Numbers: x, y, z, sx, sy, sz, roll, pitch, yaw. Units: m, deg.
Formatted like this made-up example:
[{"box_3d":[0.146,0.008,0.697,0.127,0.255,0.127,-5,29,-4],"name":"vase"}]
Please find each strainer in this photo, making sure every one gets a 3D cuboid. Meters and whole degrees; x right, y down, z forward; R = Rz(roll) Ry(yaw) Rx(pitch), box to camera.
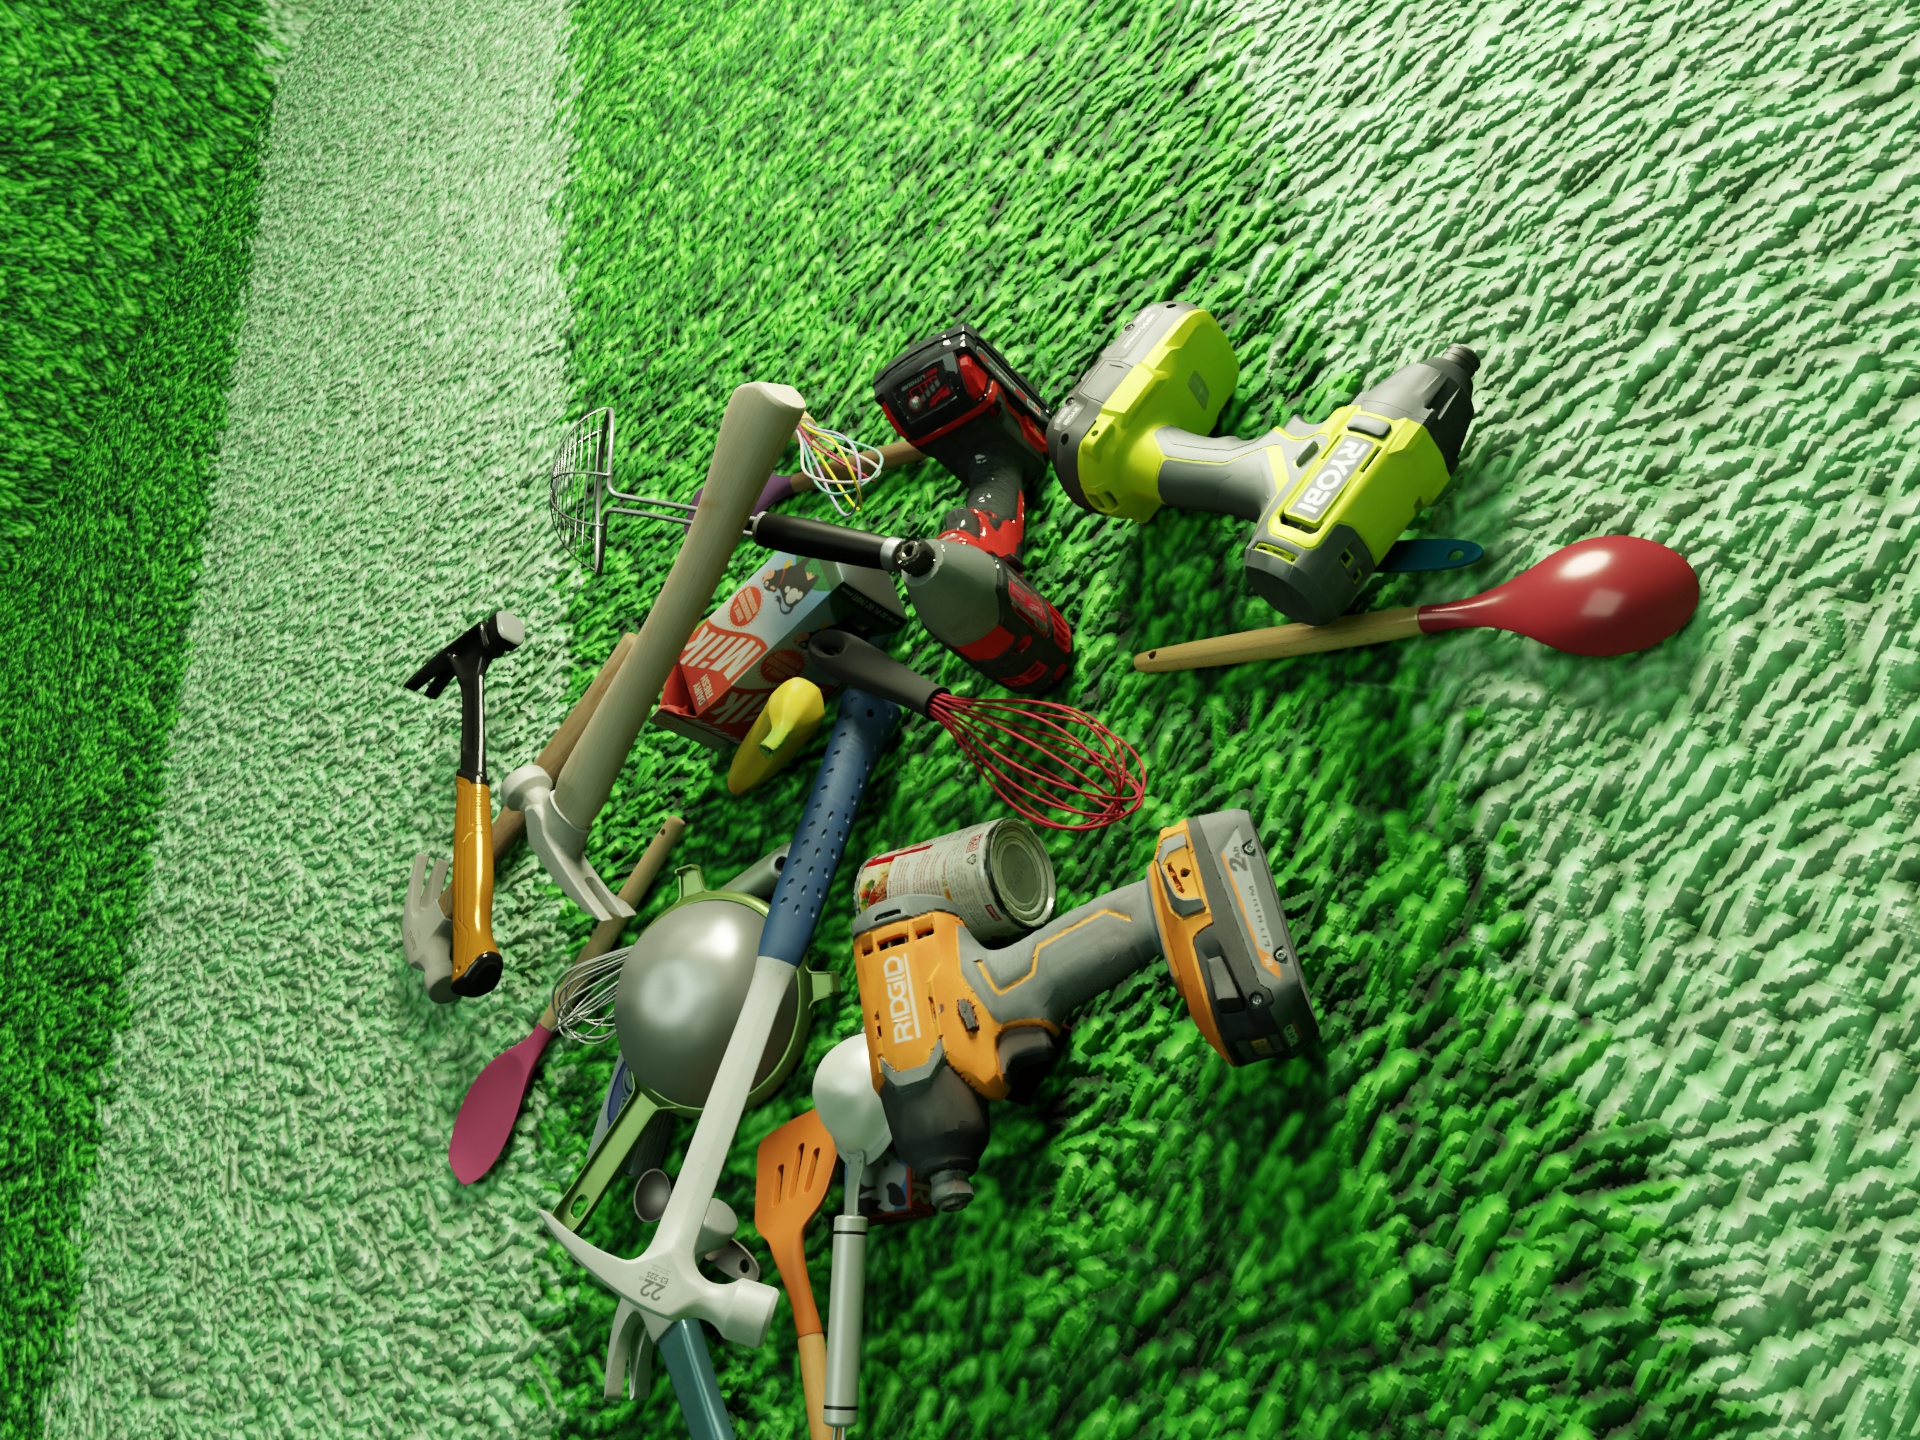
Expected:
[{"box_3d":[-0.062,0.276,0.894,0.087,0.050,0.259,-26,55,51],"name":"strainer"},{"box_3d":[-0.204,0.224,1.028,0.152,0.069,0.256,33,89,28],"name":"strainer"}]

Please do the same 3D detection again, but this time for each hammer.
[{"box_3d":[-0.122,0.157,0.977,0.035,0.144,0.406,108,180,-63],"name":"hammer"},{"box_3d":[-0.356,0.066,1.304,0.331,0.031,0.130,-53,45,7],"name":"hammer"},{"box_3d":[-0.202,-0.046,1.091,0.146,0.038,0.410,47,121,26],"name":"hammer"},{"box_3d":[-0.403,0.071,1.295,0.127,0.034,0.337,-31,52,25],"name":"hammer"},{"box_3d":[-0.126,0.446,0.898,0.128,0.033,0.331,-49,47,19],"name":"hammer"}]

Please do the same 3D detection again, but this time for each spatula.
[{"box_3d":[-0.108,-0.185,1.217,0.316,0.018,0.060,-8,60,40],"name":"spatula"},{"box_3d":[-0.075,0.375,0.904,0.081,0.041,0.323,-31,56,26],"name":"spatula"}]

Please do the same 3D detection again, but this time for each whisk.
[{"box_3d":[-0.197,0.154,1.111,0.246,0.059,0.058,-35,86,19],"name":"whisk"},{"box_3d":[-0.002,-0.003,0.983,0.296,0.073,0.073,27,89,42],"name":"whisk"},{"box_3d":[-0.111,-0.216,1.198,0.051,0.047,0.245,-47,34,6],"name":"whisk"}]

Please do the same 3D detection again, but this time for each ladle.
[{"box_3d":[0.224,-0.051,0.848,0.315,0.031,0.069,-8,56,41],"name":"ladle"}]

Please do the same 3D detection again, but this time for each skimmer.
[{"box_3d":[-0.167,-0.146,1.133,0.363,0.090,0.127,14,103,33],"name":"skimmer"}]

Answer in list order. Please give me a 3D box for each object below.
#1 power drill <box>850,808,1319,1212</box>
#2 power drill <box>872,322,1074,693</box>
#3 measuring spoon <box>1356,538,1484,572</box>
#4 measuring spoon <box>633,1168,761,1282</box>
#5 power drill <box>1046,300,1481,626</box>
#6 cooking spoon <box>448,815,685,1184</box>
[{"box_3d":[0.059,0.148,0.809,0.226,0.084,0.164,-18,56,11],"name":"power drill"},{"box_3d":[0.006,-0.135,1.004,0.078,0.143,0.220,-25,52,28],"name":"power drill"},{"box_3d":[0.224,-0.083,0.869,0.129,0.021,0.042,1,57,38],"name":"measuring spoon"},{"box_3d":[-0.165,0.326,1.017,0.124,0.018,0.034,22,86,39],"name":"measuring spoon"},{"box_3d":[0.171,-0.161,0.906,0.171,0.080,0.223,-52,44,-8],"name":"power drill"},{"box_3d":[-0.293,0.207,1.186,0.069,0.017,0.319,36,95,44],"name":"cooking spoon"}]
